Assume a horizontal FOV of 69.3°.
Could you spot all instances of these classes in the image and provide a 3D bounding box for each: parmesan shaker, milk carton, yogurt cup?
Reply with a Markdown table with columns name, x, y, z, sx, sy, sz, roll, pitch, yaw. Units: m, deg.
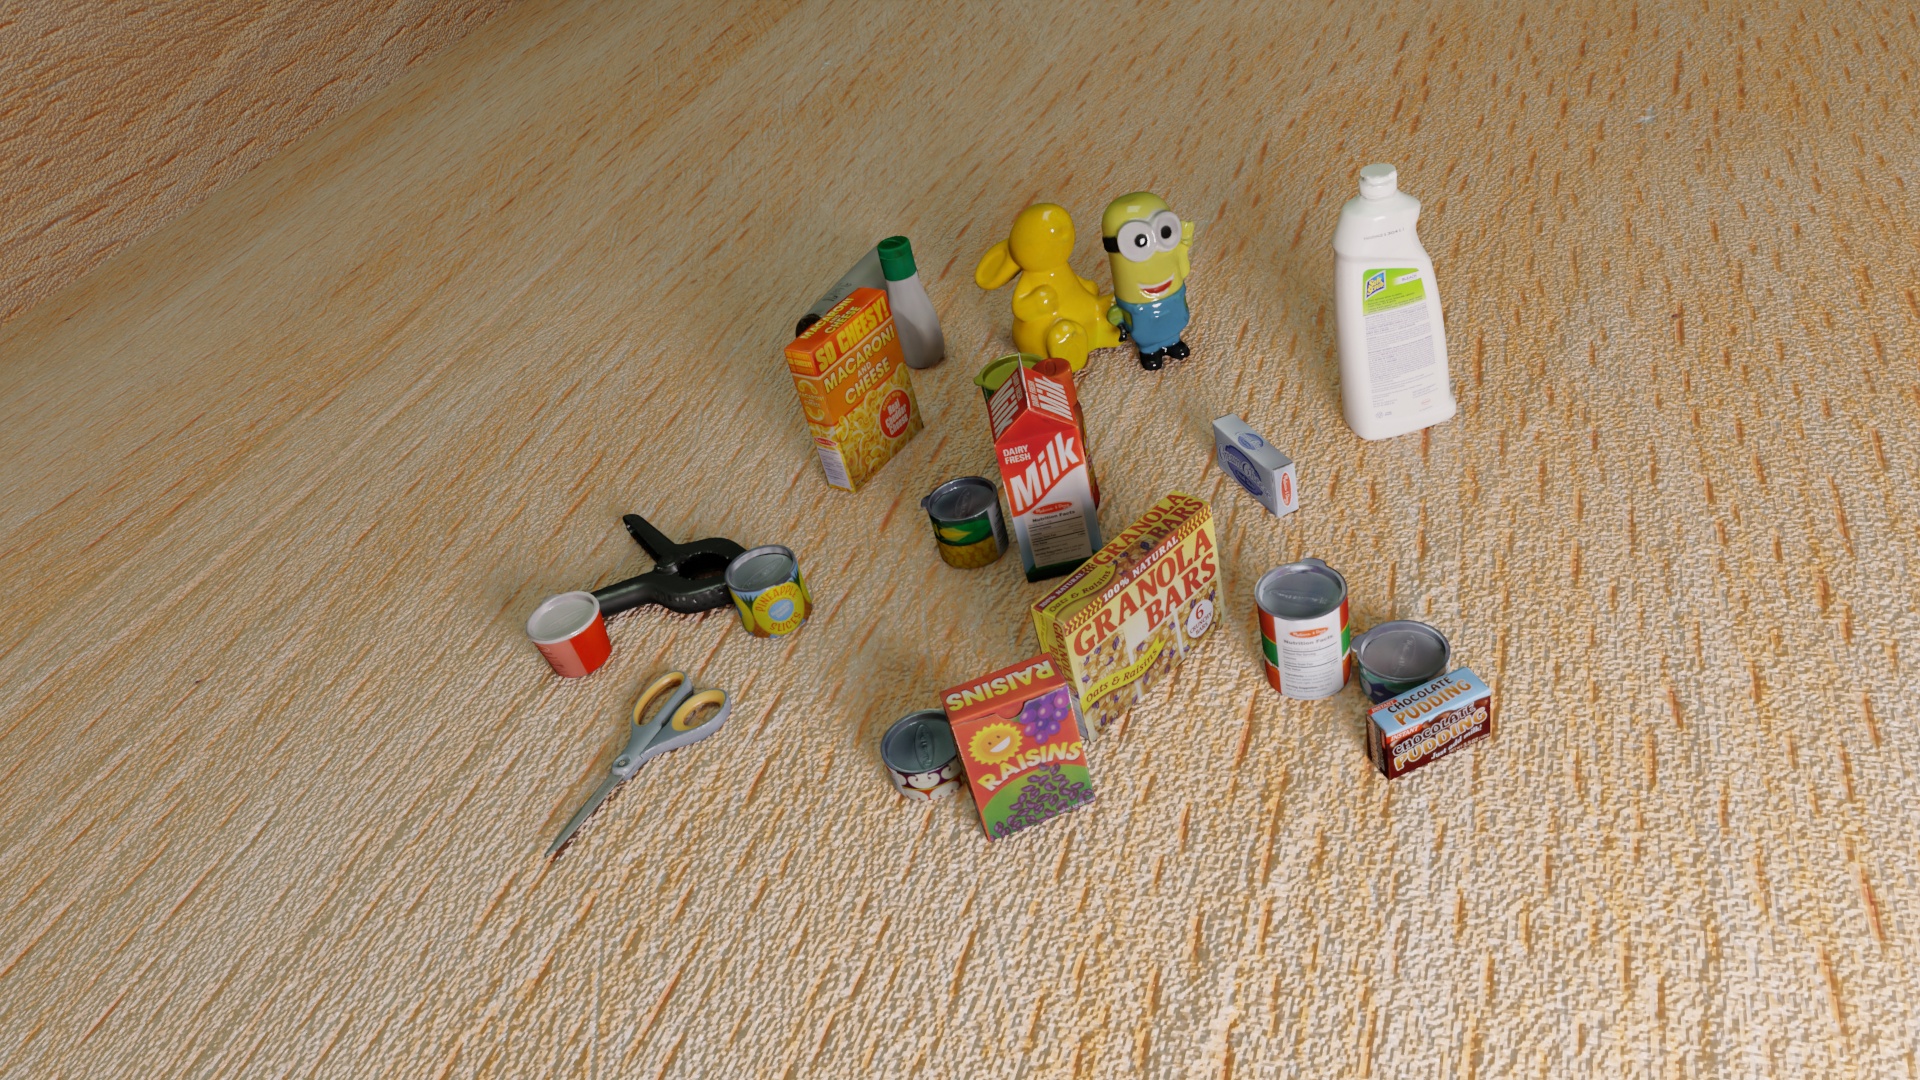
| name | x | y | z | sx | sy | sz | roll | pitch | yaw |
| --- | --- | --- | --- | --- | --- | --- | --- | --- | --- |
| parmesan shaker | 0.058 | -0.120 | 1.345 | 0.071 | 0.102 | 0.072 | -10 | 36 | 8 |
| milk carton | 0.071 | -0.064 | 1.192 | 0.073 | 0.189 | 0.073 | -13 | 36 | 4 |
| yogurt cup | -0.352 | 0.088 | 1.259 | 0.072 | 0.053 | 0.073 | -10 | 36 | 7 |

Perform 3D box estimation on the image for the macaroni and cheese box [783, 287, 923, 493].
| name | x | y | z | sx | sy | sz | roll | pitch | yaw |
| --- | --- | --- | --- | --- | --- | --- | --- | --- | --- |
| macaroni and cheese box | -0.105 | -0.151 | 1.391 | 0.040 | 0.165 | 0.124 | 14 | 45 | 34 |

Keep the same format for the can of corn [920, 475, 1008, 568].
| name | x | y | z | sx | sy | sz | roll | pitch | yaw |
| --- | --- | --- | --- | --- | --- | --- | --- | --- | --- |
| can of corn | 0.005 | -0.016 | 1.264 | 0.071 | 0.058 | 0.071 | -10 | 36 | 7 |

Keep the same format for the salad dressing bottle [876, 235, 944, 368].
| name | x | y | z | sx | sy | sz | roll | pitch | yaw |
| --- | --- | --- | --- | --- | --- | --- | --- | --- | --- |
| salad dressing bottle | -0.057 | -0.264 | 1.540 | 0.044 | 0.147 | 0.064 | -37 | 41 | -27 |

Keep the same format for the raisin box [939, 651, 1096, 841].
| name | x | y | z | sx | sy | sz | roll | pitch | yaw |
| --- | --- | --- | --- | --- | --- | --- | --- | --- | --- |
| raisin box | 0.041 | 0.147 | 0.980 | 0.086 | 0.122 | 0.040 | -19 | 36 | -5 |

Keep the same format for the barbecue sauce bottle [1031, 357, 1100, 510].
| name | x | y | z | sx | sy | sz | roll | pitch | yaw |
| --- | --- | --- | --- | --- | --- | --- | --- | --- | --- |
| barbecue sauce bottle | 0.094 | -0.094 | 1.259 | 0.044 | 0.147 | 0.065 | -11 | 36 | 6 |

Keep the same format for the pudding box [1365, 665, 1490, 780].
| name | x | y | z | sx | sy | sz | roll | pitch | yaw |
| --- | --- | --- | --- | --- | --- | --- | --- | --- | --- |
| pudding box | 0.325 | 0.126 | 0.966 | 0.084 | 0.049 | 0.030 | -21 | 36 | -8 |

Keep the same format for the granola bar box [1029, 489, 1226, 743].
| name | x | y | z | sx | sy | sz | roll | pitch | yaw |
| --- | --- | --- | --- | --- | --- | --- | --- | --- | --- |
| granola bar box | 0.132 | 0.056 | 1.066 | 0.166 | 0.123 | 0.039 | -37 | 41 | -27 |

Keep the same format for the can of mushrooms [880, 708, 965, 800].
| name | x | y | z | sx | sy | sz | roll | pitch | yaw |
| --- | --- | --- | --- | --- | --- | --- | --- | --- | --- |
| can of mushrooms | -0.023 | 0.163 | 1.058 | 0.071 | 0.033 | 0.071 | -10 | 36 | 7 |

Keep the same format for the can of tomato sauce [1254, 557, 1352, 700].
| name | x | y | z | sx | sy | sz | roll | pitch | yaw |
| --- | --- | --- | --- | --- | --- | --- | --- | --- | --- |
| can of tomato sauce | 0.258 | 0.067 | 1.042 | 0.071 | 0.082 | 0.071 | -10 | 36 | 8 |

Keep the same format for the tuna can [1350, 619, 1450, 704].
| name | x | y | z | sx | sy | sz | roll | pitch | yaw |
| --- | --- | --- | --- | --- | --- | --- | --- | --- | --- |
| tuna can | 0.325 | 0.092 | 1.026 | 0.071 | 0.032 | 0.071 | -10 | 36 | 7 |

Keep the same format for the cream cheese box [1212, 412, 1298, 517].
| name | x | y | z | sx | sy | sz | roll | pitch | yaw |
| --- | --- | --- | --- | --- | --- | --- | --- | --- | --- |
| cream cheese box | 0.263 | -0.068 | 1.244 | 0.024 | 0.053 | 0.104 | -23 | 37 | -10 |

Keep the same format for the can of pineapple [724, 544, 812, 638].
| name | x | y | z | sx | sy | sz | roll | pitch | yaw |
| --- | --- | --- | --- | --- | --- | --- | --- | --- | --- |
| can of pineapple | -0.171 | 0.047 | 1.244 | 0.071 | 0.057 | 0.071 | -10 | 36 | 7 |
